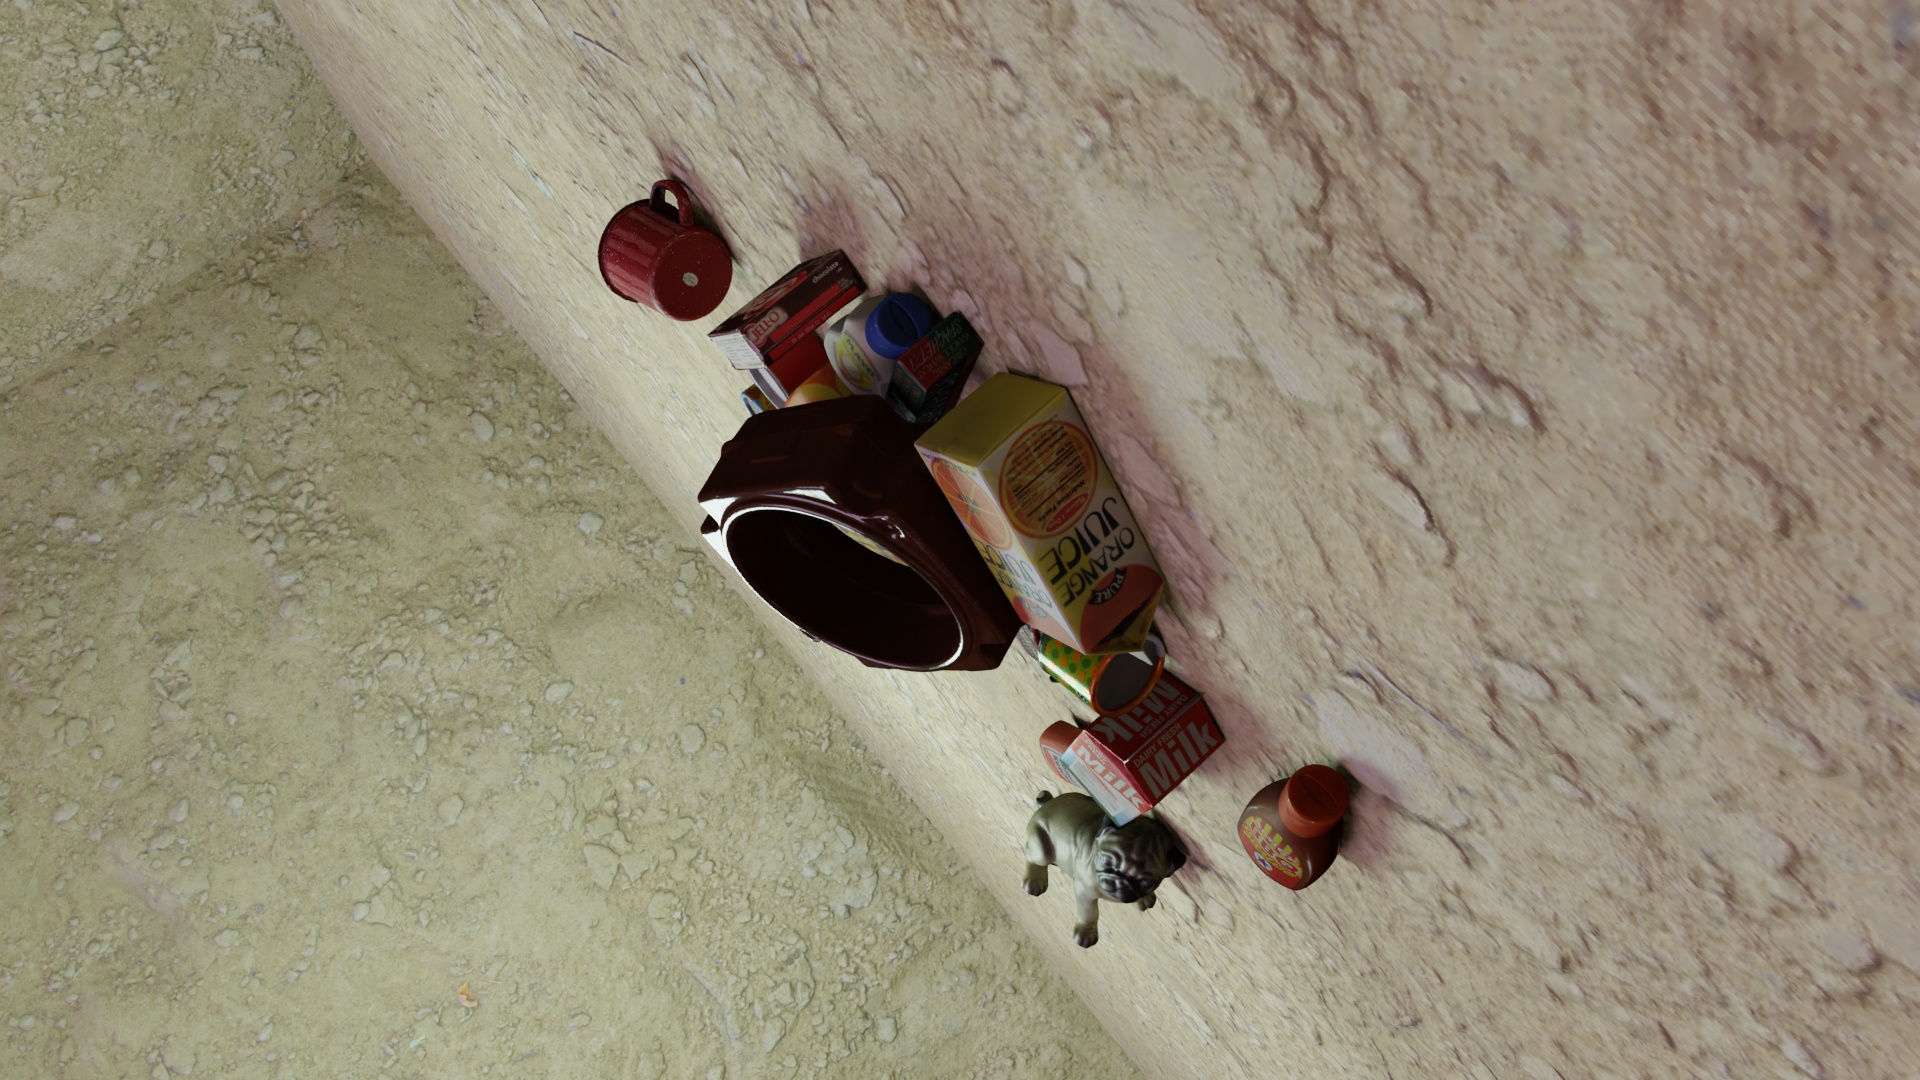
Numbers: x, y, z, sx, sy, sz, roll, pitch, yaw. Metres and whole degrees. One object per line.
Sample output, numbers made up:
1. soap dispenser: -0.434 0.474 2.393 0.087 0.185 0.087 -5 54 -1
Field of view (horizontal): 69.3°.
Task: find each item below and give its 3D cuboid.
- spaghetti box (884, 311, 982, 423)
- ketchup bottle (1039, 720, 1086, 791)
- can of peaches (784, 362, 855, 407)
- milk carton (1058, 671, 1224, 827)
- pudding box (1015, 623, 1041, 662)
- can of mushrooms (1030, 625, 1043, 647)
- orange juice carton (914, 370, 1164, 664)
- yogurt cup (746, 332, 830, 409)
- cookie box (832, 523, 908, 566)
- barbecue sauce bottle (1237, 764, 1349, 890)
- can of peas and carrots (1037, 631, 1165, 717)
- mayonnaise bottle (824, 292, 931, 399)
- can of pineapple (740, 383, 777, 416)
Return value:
1. spaghetti box: -0.029 -0.089 0.943 0.029 0.050 0.249 48 166 3
2. ketchup bottle: 0.124 0.202 1.229 0.064 0.043 0.149 55 165 -17
3. can of peaches: -0.093 -0.104 1.080 0.058 0.071 0.071 51 166 1
4. milk carton: 0.131 0.150 1.008 0.073 0.072 0.190 48 167 11
5. pudding box: 0.056 0.059 1.100 0.050 0.030 0.083 30 155 58
6. can of mushrooms: 0.086 0.080 1.051 0.071 0.033 0.070 46 165 16
7. orange juice carton: 0.058 -0.001 0.838 0.072 0.073 0.192 25 151 55
8. yogurt cup: -0.139 -0.143 1.144 0.072 0.054 0.072 47 166 16
9. cookie box: -0.072 -0.023 1.054 0.167 0.040 0.122 31 165 -5
10. barbecue sauce bottle: 0.213 0.177 0.875 0.065 0.044 0.148 47 166 20
11. can of peas and carrots: 0.095 0.080 0.943 0.059 0.071 0.070 37 160 43
12. mayonnaise bottle: -0.053 -0.132 0.924 0.064 0.041 0.148 54 167 -6
13. can of pineapple: -0.154 -0.122 1.241 0.071 0.058 0.070 47 165 16
